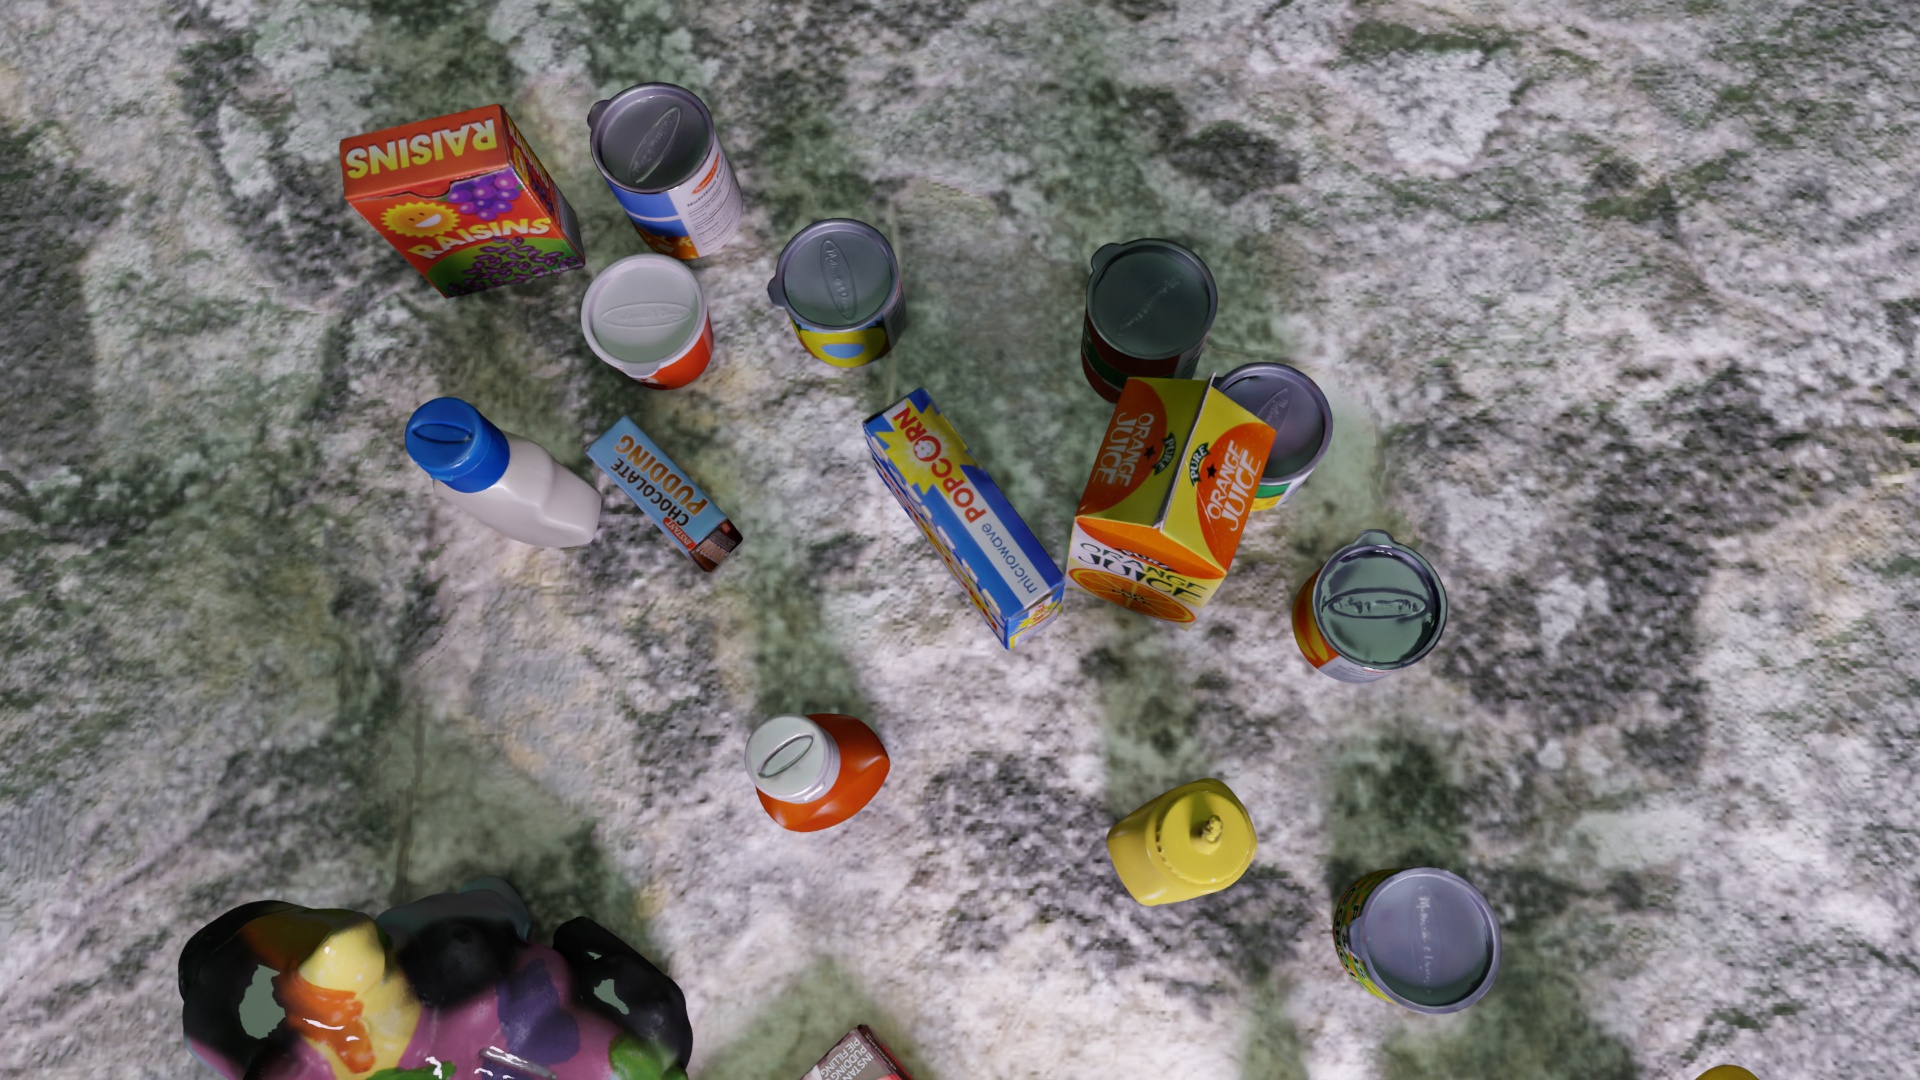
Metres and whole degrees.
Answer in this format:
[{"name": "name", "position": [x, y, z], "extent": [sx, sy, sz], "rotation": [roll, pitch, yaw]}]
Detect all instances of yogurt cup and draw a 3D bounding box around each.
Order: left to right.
[{"name": "yogurt cup", "position": [-0.169, -0.117, 0.767], "extent": [0.072, 0.054, 0.072], "rotation": [-1, 76, 2]}]

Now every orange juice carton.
[{"name": "orange juice carton", "position": [0.097, -0.017, 0.659], "extent": [0.073, 0.192, 0.072], "rotation": [21, 78, 7]}]

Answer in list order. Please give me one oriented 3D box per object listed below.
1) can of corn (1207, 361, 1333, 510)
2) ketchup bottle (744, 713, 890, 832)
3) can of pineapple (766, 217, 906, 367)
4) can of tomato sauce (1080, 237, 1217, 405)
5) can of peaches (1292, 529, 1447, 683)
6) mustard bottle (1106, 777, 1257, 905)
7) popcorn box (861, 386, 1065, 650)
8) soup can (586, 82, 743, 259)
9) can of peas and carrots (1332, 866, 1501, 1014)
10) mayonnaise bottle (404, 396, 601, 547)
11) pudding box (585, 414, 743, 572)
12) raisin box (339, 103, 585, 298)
[{"name": "can of corn", "position": [0.156, -0.055, 0.736], "extent": [0.071, 0.058, 0.071], "rotation": [-1, 76, 2]}, {"name": "ketchup bottle", "position": [-0.070, 0.108, 0.657], "extent": [0.065, 0.148, 0.043], "rotation": [-37, 78, -6]}, {"name": "can of pineapple", "position": [-0.066, -0.135, 0.765], "extent": [0.071, 0.057, 0.071], "rotation": [-1, 76, 2]}, {"name": "can of tomato sauce", "position": [0.096, -0.114, 0.740], "extent": [0.071, 0.083, 0.071], "rotation": [-1, 76, 2]}, {"name": "can of peaches", "position": [0.208, 0.035, 0.711], "extent": [0.071, 0.058, 0.071], "rotation": [-1, 76, 2]}, {"name": "mustard bottle", "position": [0.104, 0.138, 0.637], "extent": [0.065, 0.160, 0.049], "rotation": [-27, 77, -4]}, {"name": "popcorn box", "position": [0.003, -0.009, 0.716], "extent": [0.038, 0.085, 0.127], "rotation": [-35, 77, -6]}, {"name": "soup can", "position": [-0.163, -0.205, 0.773], "extent": [0.071, 0.083, 0.071], "rotation": [-1, 76, 2]}, {"name": "can of peas and carrots", "position": [0.216, 0.192, 0.671], "extent": [0.071, 0.058, 0.071], "rotation": [-1, 76, 2]}, {"name": "mayonnaise bottle", "position": [-0.231, -0.032, 0.699], "extent": [0.065, 0.147, 0.041], "rotation": [7, 77, 4]}, {"name": "pudding box", "position": [-0.158, -0.024, 0.745], "extent": [0.084, 0.049, 0.030], "rotation": [44, 82, 11]}, {"name": "raisin box", "position": [-0.265, -0.180, 0.751], "extent": [0.086, 0.123, 0.040], "rotation": [-12, 76, -1]}]
